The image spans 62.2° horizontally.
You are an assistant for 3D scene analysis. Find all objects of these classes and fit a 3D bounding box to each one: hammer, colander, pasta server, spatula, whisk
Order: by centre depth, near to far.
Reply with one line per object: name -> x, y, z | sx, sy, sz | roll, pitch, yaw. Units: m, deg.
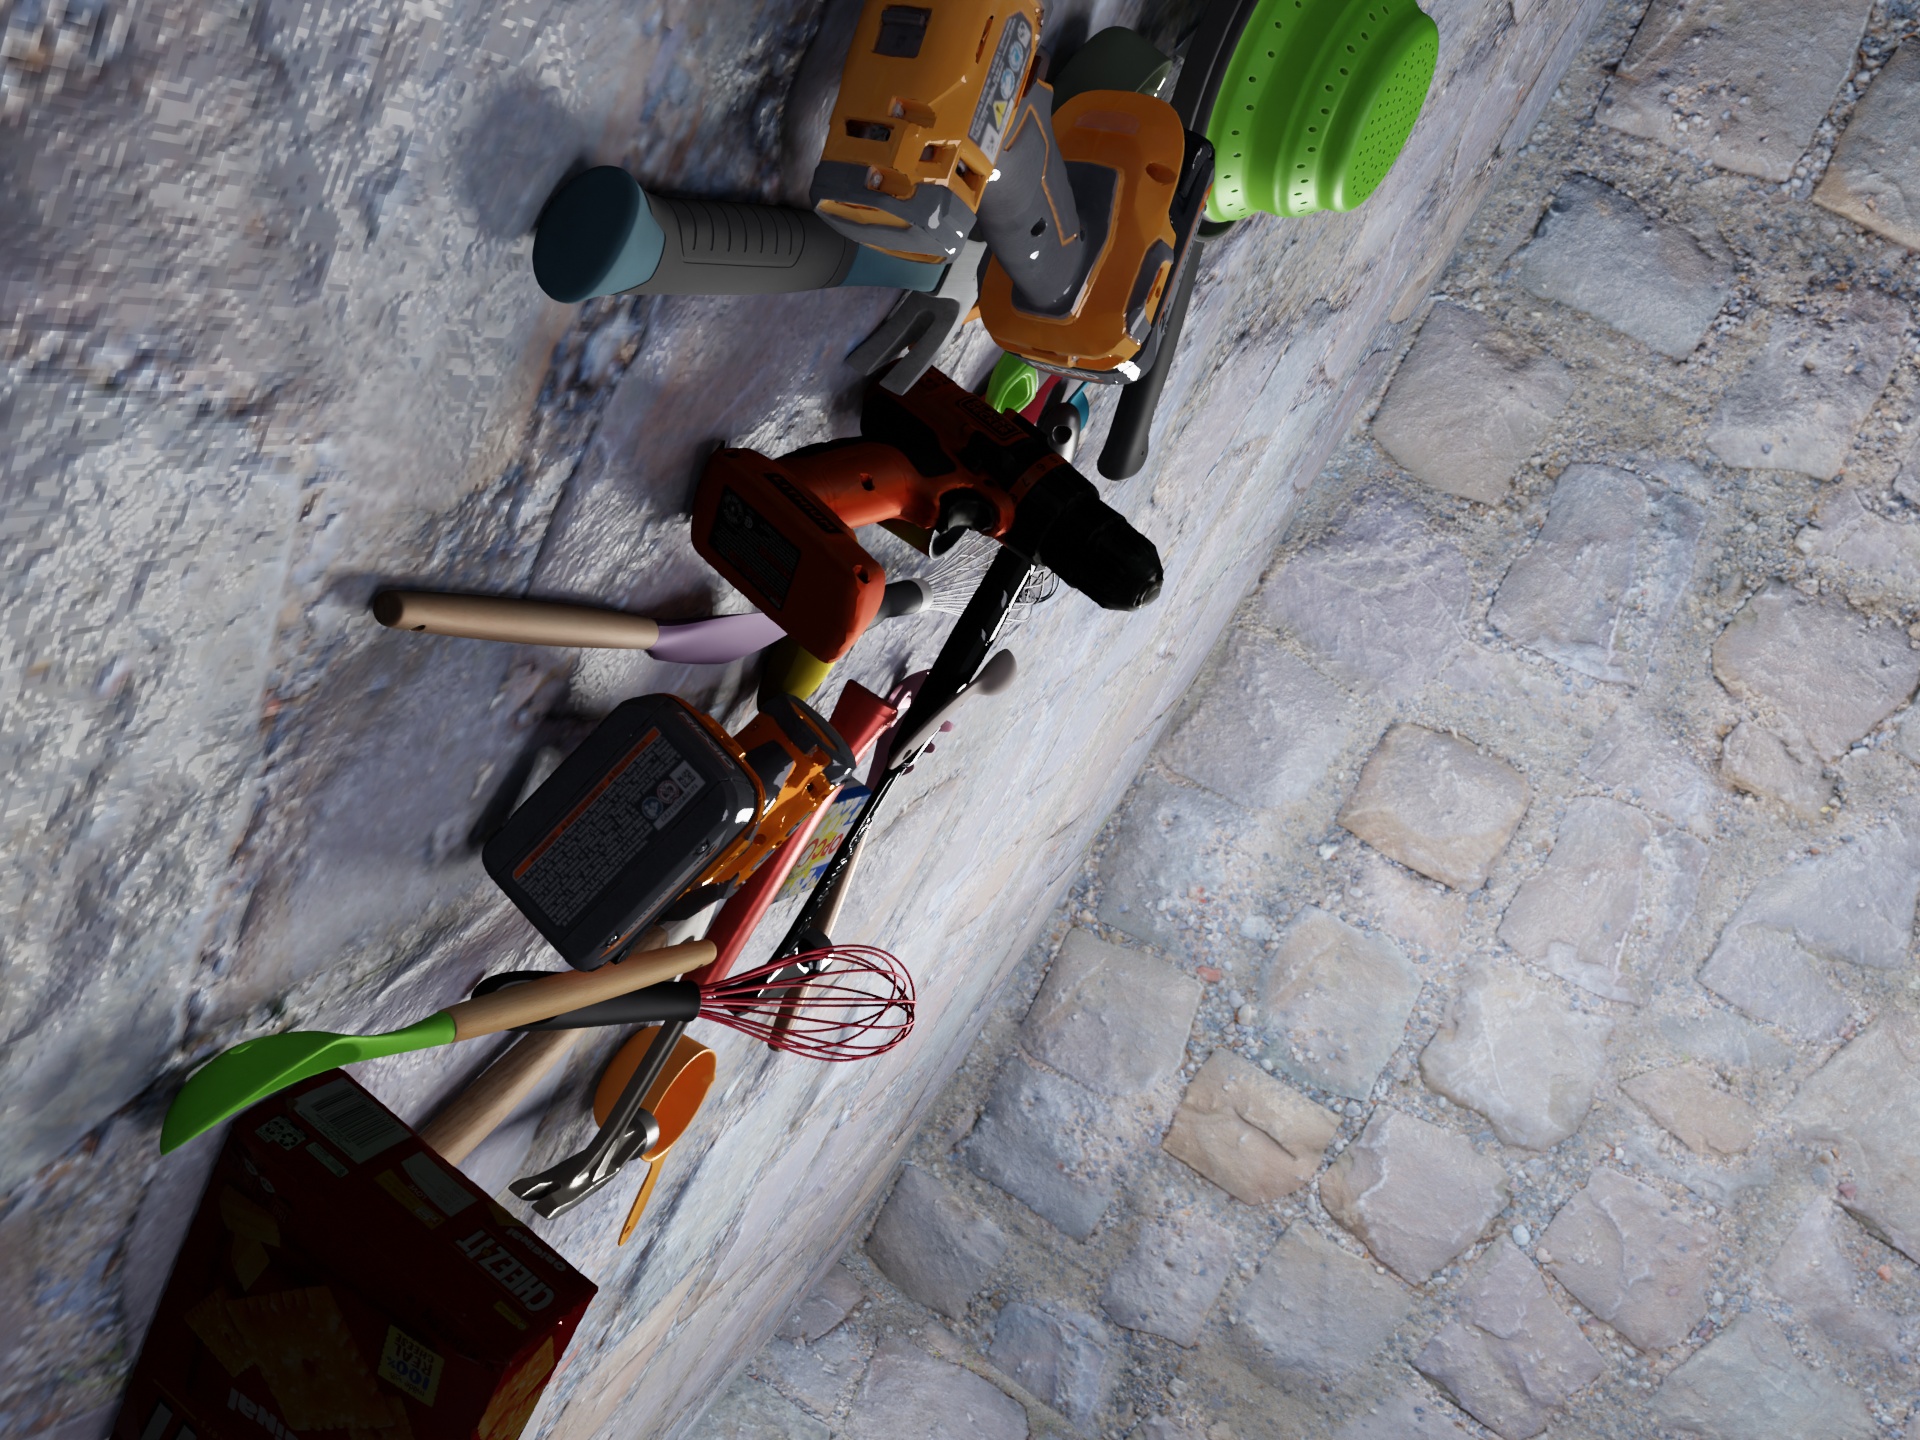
hammer -> -0.057, -0.190, 0.640 | 0.128, 0.033, 0.331 | -63, 166, 24
spatula -> -0.147, -0.040, 0.687 | 0.060, 0.018, 0.316 | -25, 173, 16
colander -> 0.157, -0.293, 0.878 | 0.397, 0.094, 0.204 | -53, 161, -15
hammer -> -0.248, 0.197, 0.899 | 0.331, 0.031, 0.130 | -46, 164, -38
whisk -> -0.137, 0.160, 0.901 | 0.295, 0.073, 0.073 | 9, 118, -41
hammer -> -0.147, 0.136, 0.967 | 0.359, 0.037, 0.149 | -59, 169, 7
whisk -> -0.015, -0.083, 1.032 | 0.070, 0.070, 0.284 | -61, 163, 22
hammer -> -0.047, 0.034, 1.041 | 0.408, 0.036, 0.149 | -59, 166, 22
hammer -> 0.145, -0.306, 1.045 | 0.146, 0.035, 0.334 | -43, 155, -48
whisk -> 0.059, -0.149, 1.139 | 0.055, 0.055, 0.238 | -51, 168, -25
pasta server -> -0.077, 0.104, 1.185 | 0.040, 0.060, 0.316 | 16, 100, -34

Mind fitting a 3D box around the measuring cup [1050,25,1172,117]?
measuring cup -> 0.046, -0.284, 0.817 | 0.083, 0.038, 0.167 | -51, -176, -37

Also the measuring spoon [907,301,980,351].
measuring spoon -> 0.007, -0.215, 0.855 | 0.021, 0.011, 0.117 | -37, -177, 41

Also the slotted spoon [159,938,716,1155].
slotted spoon -> -0.216, 0.134, 0.723 | 0.070, 0.031, 0.313 | -33, 167, 28

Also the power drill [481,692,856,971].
power drill -> -0.147, 0.060, 0.806 | 0.164, 0.084, 0.226 | -45, 173, 7

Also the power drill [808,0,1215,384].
power drill -> 0.033, -0.249, 0.639 | 0.226, 0.084, 0.185 | 17, 91, -64

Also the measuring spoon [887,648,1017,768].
measuring spoon -> -0.002, -0.003, 0.990 | 0.124, 0.018, 0.034 | -43, 162, -35

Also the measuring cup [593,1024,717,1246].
measuring cup -> -0.232, 0.294, 1.126 | 0.095, 0.052, 0.173 | -26, 142, -65

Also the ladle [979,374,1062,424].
ladle -> 0.088, -0.254, 1.061 | 0.315, 0.031, 0.069 | -48, 171, -41

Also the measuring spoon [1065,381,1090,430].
measuring spoon -> 0.091, -0.221, 1.073 | 0.042, 0.021, 0.128 | -49, -176, -25
